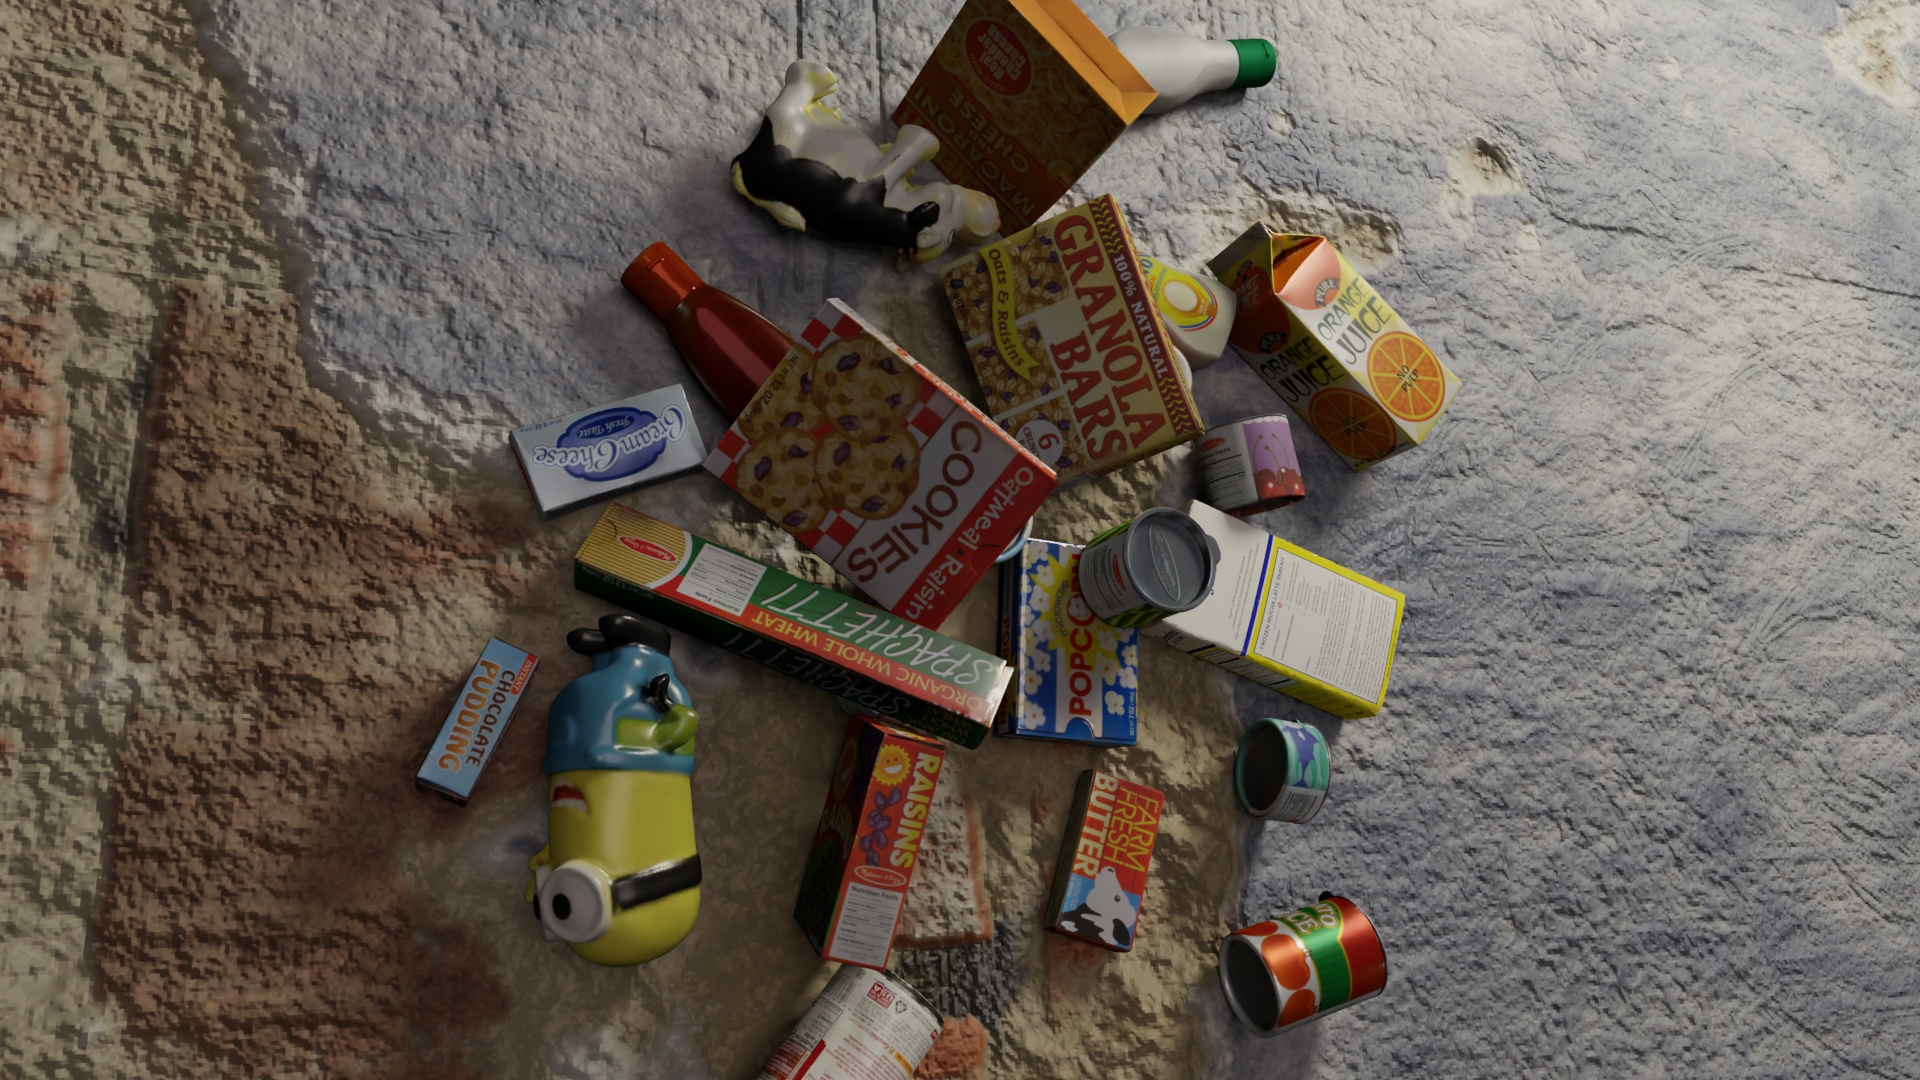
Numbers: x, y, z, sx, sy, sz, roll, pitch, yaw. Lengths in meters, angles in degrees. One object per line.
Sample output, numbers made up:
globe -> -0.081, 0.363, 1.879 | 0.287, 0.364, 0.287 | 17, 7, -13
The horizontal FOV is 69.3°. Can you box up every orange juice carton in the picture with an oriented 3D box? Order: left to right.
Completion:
orange juice carton -> 0.262, -0.147, 1.008 | 0.192, 0.071, 0.073 | 45, 64, -6

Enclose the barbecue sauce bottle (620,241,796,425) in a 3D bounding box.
barbecue sauce bottle -> -0.141, -0.118, 0.848 | 0.148, 0.043, 0.065 | 45, 73, -5

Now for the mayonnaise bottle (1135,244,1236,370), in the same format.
mayonnaise bottle -> 0.121, -0.176, 0.974 | 0.148, 0.041, 0.065 | 24, 70, -16

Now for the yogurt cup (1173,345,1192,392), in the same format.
yogurt cup -> 0.122, -0.104, 0.948 | 0.072, 0.053, 0.072 | 6, 75, -21

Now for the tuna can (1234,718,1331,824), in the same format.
tuna can -> 0.209, 0.148, 0.909 | 0.033, 0.071, 0.071 | 11, 72, -19

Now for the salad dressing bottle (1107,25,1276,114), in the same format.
salad dressing bottle -> 0.169, -0.355, 1.043 | 0.148, 0.044, 0.064 | -12, 79, -26

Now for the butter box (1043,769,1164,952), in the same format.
butter box -> 0.090, 0.199, 0.868 | 0.053, 0.024, 0.104 | 22, 68, -15

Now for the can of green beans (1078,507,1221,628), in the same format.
can of green beans -> 0.116, 0.018, 0.866 | 0.071, 0.057, 0.071 | 7, 73, -23

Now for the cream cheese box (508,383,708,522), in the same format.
cream cheese box -> -0.205, -0.053, 0.815 | 0.104, 0.024, 0.053 | -20, 86, -26

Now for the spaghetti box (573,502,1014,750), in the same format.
spaghetti box -> -0.094, 0.048, 0.787 | 0.250, 0.028, 0.050 | 22, 47, 1

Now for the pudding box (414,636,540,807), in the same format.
pudding box -> -0.257, 0.097, 0.738 | 0.030, 0.049, 0.084 | 28, 66, -12

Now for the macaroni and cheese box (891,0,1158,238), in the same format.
macaroni and cheese box -> 0.036, -0.281, 0.898 | 0.123, 0.166, 0.040 | 46, 64, -6

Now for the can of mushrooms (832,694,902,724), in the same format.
can of mushrooms -> -0.042, 0.078, 0.841 | 0.071, 0.033, 0.071 | 6, 73, -20

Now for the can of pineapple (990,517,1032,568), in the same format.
can of pineapple -> 0.003, -0.011, 0.871 | 0.071, 0.057, 0.071 | 6, 74, -21

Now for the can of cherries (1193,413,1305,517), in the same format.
can of cherries -> 0.202, -0.050, 0.959 | 0.072, 0.071, 0.058 | -8, 79, -24

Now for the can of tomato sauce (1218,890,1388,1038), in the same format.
can of tomato sauce -> 0.215, 0.267, 0.878 | 0.083, 0.071, 0.071 | -11, 80, -24

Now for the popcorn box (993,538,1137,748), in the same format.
popcorn box -> 0.068, 0.066, 0.888 | 0.085, 0.038, 0.127 | 9, 72, -21

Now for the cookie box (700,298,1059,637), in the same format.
cookie box -> -0.046, -0.041, 0.807 | 0.167, 0.040, 0.122 | 39, 100, -2

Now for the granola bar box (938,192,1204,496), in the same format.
granola bar box -> 0.071, -0.124, 0.902 | 0.124, 0.039, 0.165 | -22, 83, 15

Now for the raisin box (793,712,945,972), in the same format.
raisin box -> -0.051, 0.163, 0.769 | 0.040, 0.086, 0.123 | 17, 85, -15
